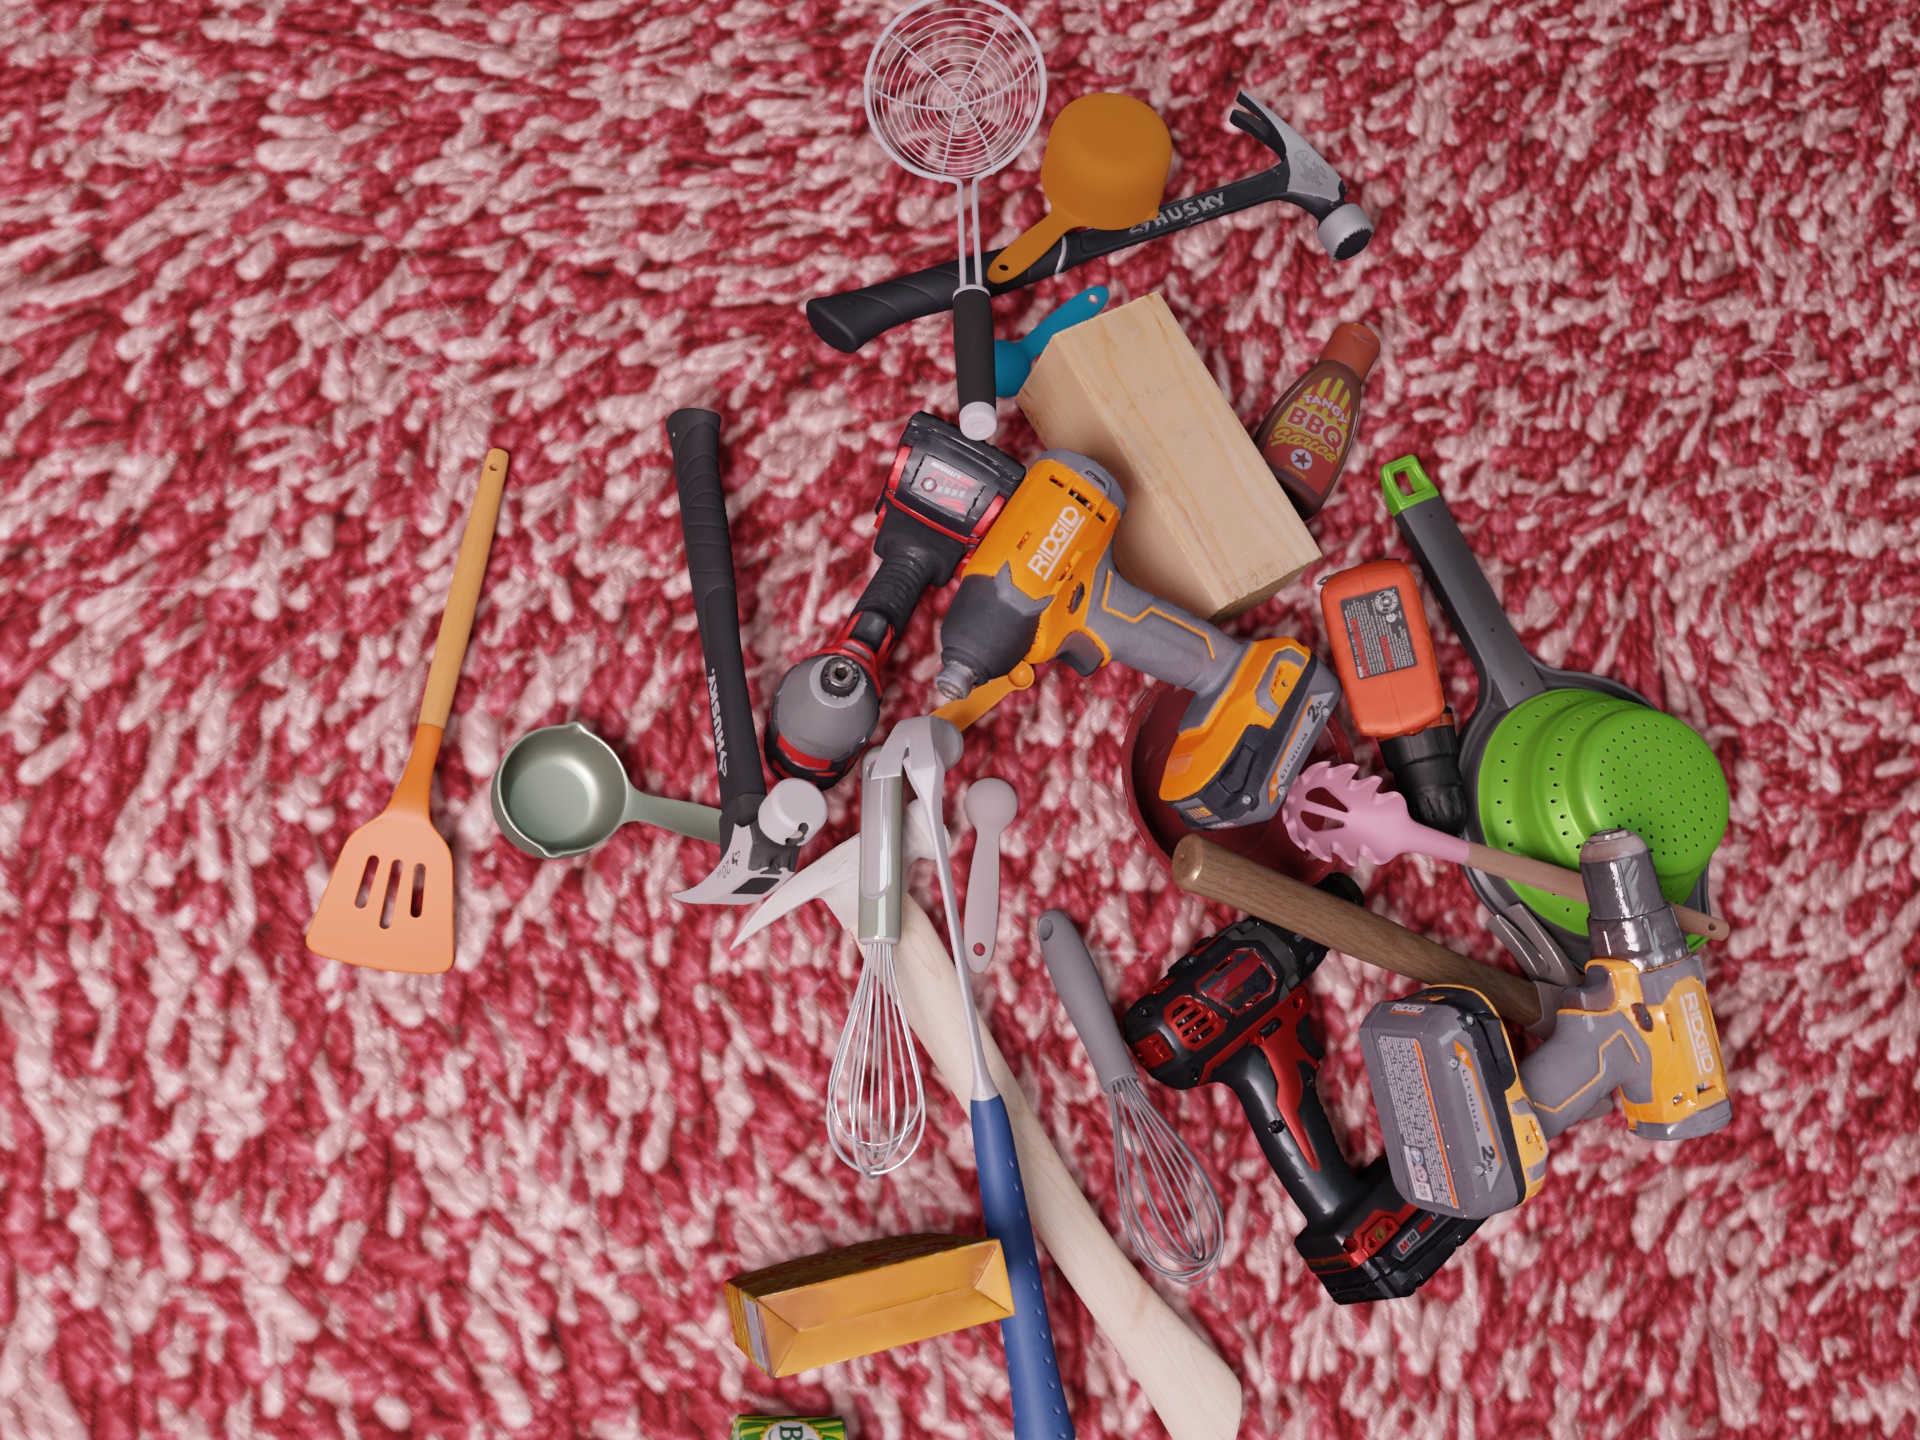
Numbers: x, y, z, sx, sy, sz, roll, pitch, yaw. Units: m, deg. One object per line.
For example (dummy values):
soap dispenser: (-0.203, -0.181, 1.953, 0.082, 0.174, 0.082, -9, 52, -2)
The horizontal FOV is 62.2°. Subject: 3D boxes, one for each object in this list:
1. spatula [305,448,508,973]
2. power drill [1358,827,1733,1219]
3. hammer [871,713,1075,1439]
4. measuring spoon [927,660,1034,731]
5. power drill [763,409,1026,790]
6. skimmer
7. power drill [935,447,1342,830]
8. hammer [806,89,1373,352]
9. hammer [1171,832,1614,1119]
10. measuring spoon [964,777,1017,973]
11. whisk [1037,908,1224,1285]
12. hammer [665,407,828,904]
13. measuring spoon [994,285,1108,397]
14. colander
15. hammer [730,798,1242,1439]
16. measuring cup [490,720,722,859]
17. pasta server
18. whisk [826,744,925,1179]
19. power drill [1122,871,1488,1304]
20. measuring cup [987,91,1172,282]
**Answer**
spatula: (-0.308, -0.015, 0.940, 0.081, 0.041, 0.323, 11, 68, -11)
power drill: (0.344, 0.173, 0.926, 0.226, 0.084, 0.185, -13, 89, -26)
hammer: (0.010, 0.196, 0.872, 0.035, 0.144, 0.405, -10, 88, 7)
measuring spoon: (-0.002, -0.003, 1.019, 0.117, 0.011, 0.021, -33, 86, -16)
power drill: (-0.046, -0.069, 0.956, 0.078, 0.143, 0.220, 28, 68, -2)
skimmer: (0.000, -0.333, 1.022, 0.127, 0.090, 0.364, -6, 52, 6)
power drill: (0.097, -0.031, 0.935, 0.226, 0.084, 0.164, 38, 69, -11)
hammer: (0.085, -0.337, 1.115, 0.409, 0.036, 0.149, -21, 70, -16)
hammer: (0.268, 0.138, 0.977, 0.331, 0.031, 0.130, 24, 46, -22)
measuring spoon: (0.017, 0.095, 0.989, 0.034, 0.018, 0.124, 9, 74, -12)
whisk: (0.092, 0.212, 0.928, 0.055, 0.055, 0.239, -11, 54, -16)
hammer: (-0.144, -0.049, 0.939, 0.035, 0.146, 0.335, 6, 56, -30)
measuring spoon: (0.060, -0.270, 1.101, 0.128, 0.021, 0.042, -41, 87, -21)
colander: (0.403, -0.017, 1.075, 0.204, 0.094, 0.397, -23, 81, -18)
hammer: (0.027, 0.254, 0.935, 0.146, 0.038, 0.411, -32, 85, -14)
measuring cup: (-0.196, 0.055, 0.945, 0.167, 0.038, 0.083, 17, 66, -26)
pasta server: (0.341, 0.090, 0.988, 0.316, 0.040, 0.060, 17, 88, -9)
whisk: (-0.047, 0.134, 0.906, 0.058, 0.059, 0.246, -5, 74, 19)
power drill: (0.229, 0.217, 0.977, 0.188, 0.080, 0.227, -32, 80, -27)
measuring cup: (0.076, -0.360, 1.076, 0.095, 0.052, 0.174, 37, 64, 11)
